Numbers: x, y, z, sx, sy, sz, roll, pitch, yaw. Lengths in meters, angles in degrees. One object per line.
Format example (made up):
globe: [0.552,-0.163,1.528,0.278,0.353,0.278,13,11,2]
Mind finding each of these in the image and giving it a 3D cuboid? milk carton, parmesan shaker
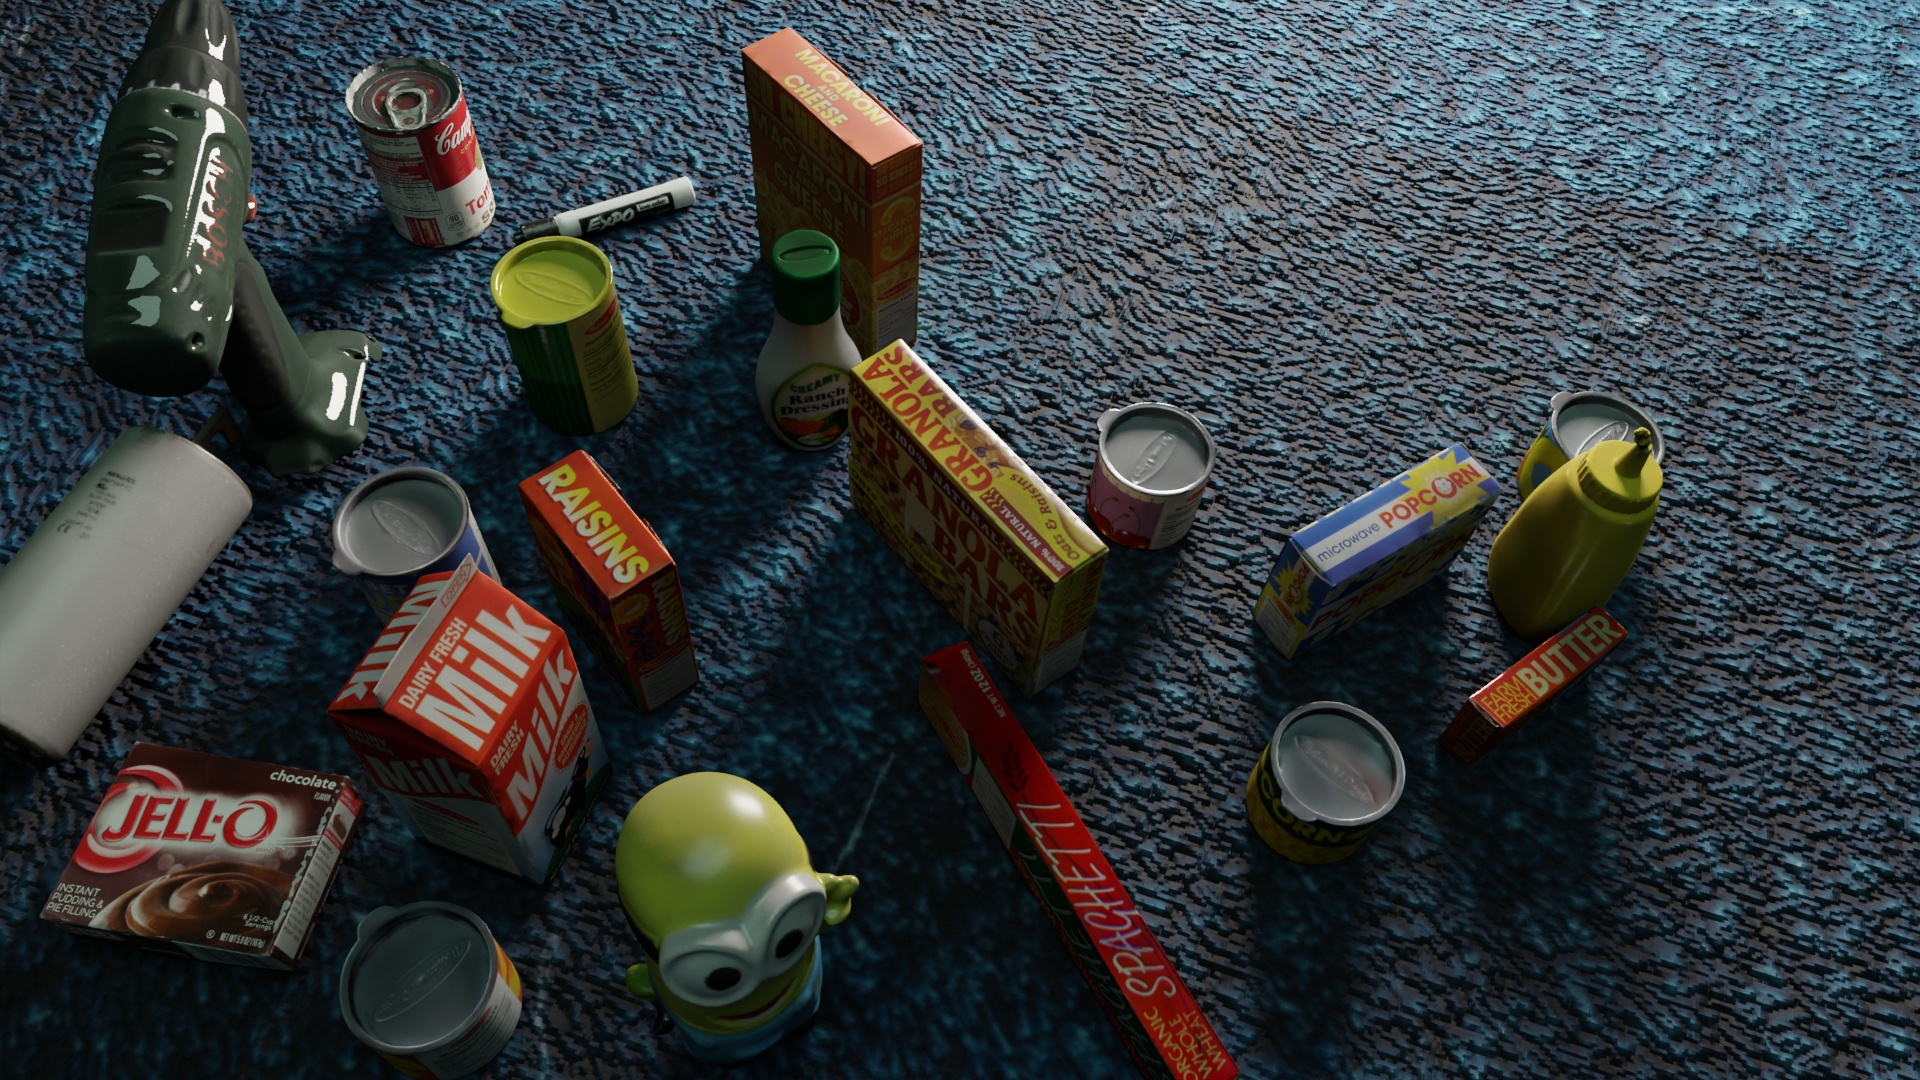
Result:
milk carton: [-0.217,0.083,0.624,0.073,0.189,0.073,18,58,8]
parmesan shaker: [-0.229,-0.114,0.805,0.071,0.102,0.071,2,57,-3]

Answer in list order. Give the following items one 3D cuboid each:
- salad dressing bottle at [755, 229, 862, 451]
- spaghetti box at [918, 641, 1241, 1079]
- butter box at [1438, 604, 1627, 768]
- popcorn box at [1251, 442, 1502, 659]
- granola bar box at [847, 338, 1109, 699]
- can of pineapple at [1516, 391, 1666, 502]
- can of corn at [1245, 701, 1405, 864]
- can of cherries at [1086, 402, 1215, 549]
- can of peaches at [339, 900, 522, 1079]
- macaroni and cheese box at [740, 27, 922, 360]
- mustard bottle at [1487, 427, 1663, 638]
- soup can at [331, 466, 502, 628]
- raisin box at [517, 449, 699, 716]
salad dressing bottle: [-0.086,-0.111,0.787,0.064,0.147,0.044,-11,58,-11]
spaghetti box: [0.050,0.161,0.675,0.029,0.050,0.251,-24,61,-18]
butter box: [0.307,0.079,0.746,0.104,0.052,0.024,-29,63,-21]
popcorn box: [0.228,0.007,0.768,0.127,0.084,0.038,-27,62,-20]
granola bar box: [0.003,-0.009,0.740,0.039,0.123,0.166,-33,65,-22]
can of pineapple: [0.374,-0.048,0.831,0.071,0.057,0.071,2,57,-3]
can of corn: [0.181,0.125,0.703,0.071,0.058,0.071,2,57,-3]
can of cherries: [0.107,-0.038,0.806,0.071,0.058,0.072,2,57,-3]
can of peaches: [-0.237,0.201,0.624,0.071,0.057,0.071,2,57,-3]
macaroni and cheese box: [-0.076,-0.203,0.837,0.040,0.165,0.124,-34,65,-23]
mustard bottle: [0.334,-0.008,0.741,0.049,0.159,0.065,-10,58,-10]
soup can: [-0.285,0.013,0.729,0.071,0.083,0.072,2,57,-3]
raisin box: [-0.176,0.024,0.706,0.040,0.122,0.086,-33,65,-22]
